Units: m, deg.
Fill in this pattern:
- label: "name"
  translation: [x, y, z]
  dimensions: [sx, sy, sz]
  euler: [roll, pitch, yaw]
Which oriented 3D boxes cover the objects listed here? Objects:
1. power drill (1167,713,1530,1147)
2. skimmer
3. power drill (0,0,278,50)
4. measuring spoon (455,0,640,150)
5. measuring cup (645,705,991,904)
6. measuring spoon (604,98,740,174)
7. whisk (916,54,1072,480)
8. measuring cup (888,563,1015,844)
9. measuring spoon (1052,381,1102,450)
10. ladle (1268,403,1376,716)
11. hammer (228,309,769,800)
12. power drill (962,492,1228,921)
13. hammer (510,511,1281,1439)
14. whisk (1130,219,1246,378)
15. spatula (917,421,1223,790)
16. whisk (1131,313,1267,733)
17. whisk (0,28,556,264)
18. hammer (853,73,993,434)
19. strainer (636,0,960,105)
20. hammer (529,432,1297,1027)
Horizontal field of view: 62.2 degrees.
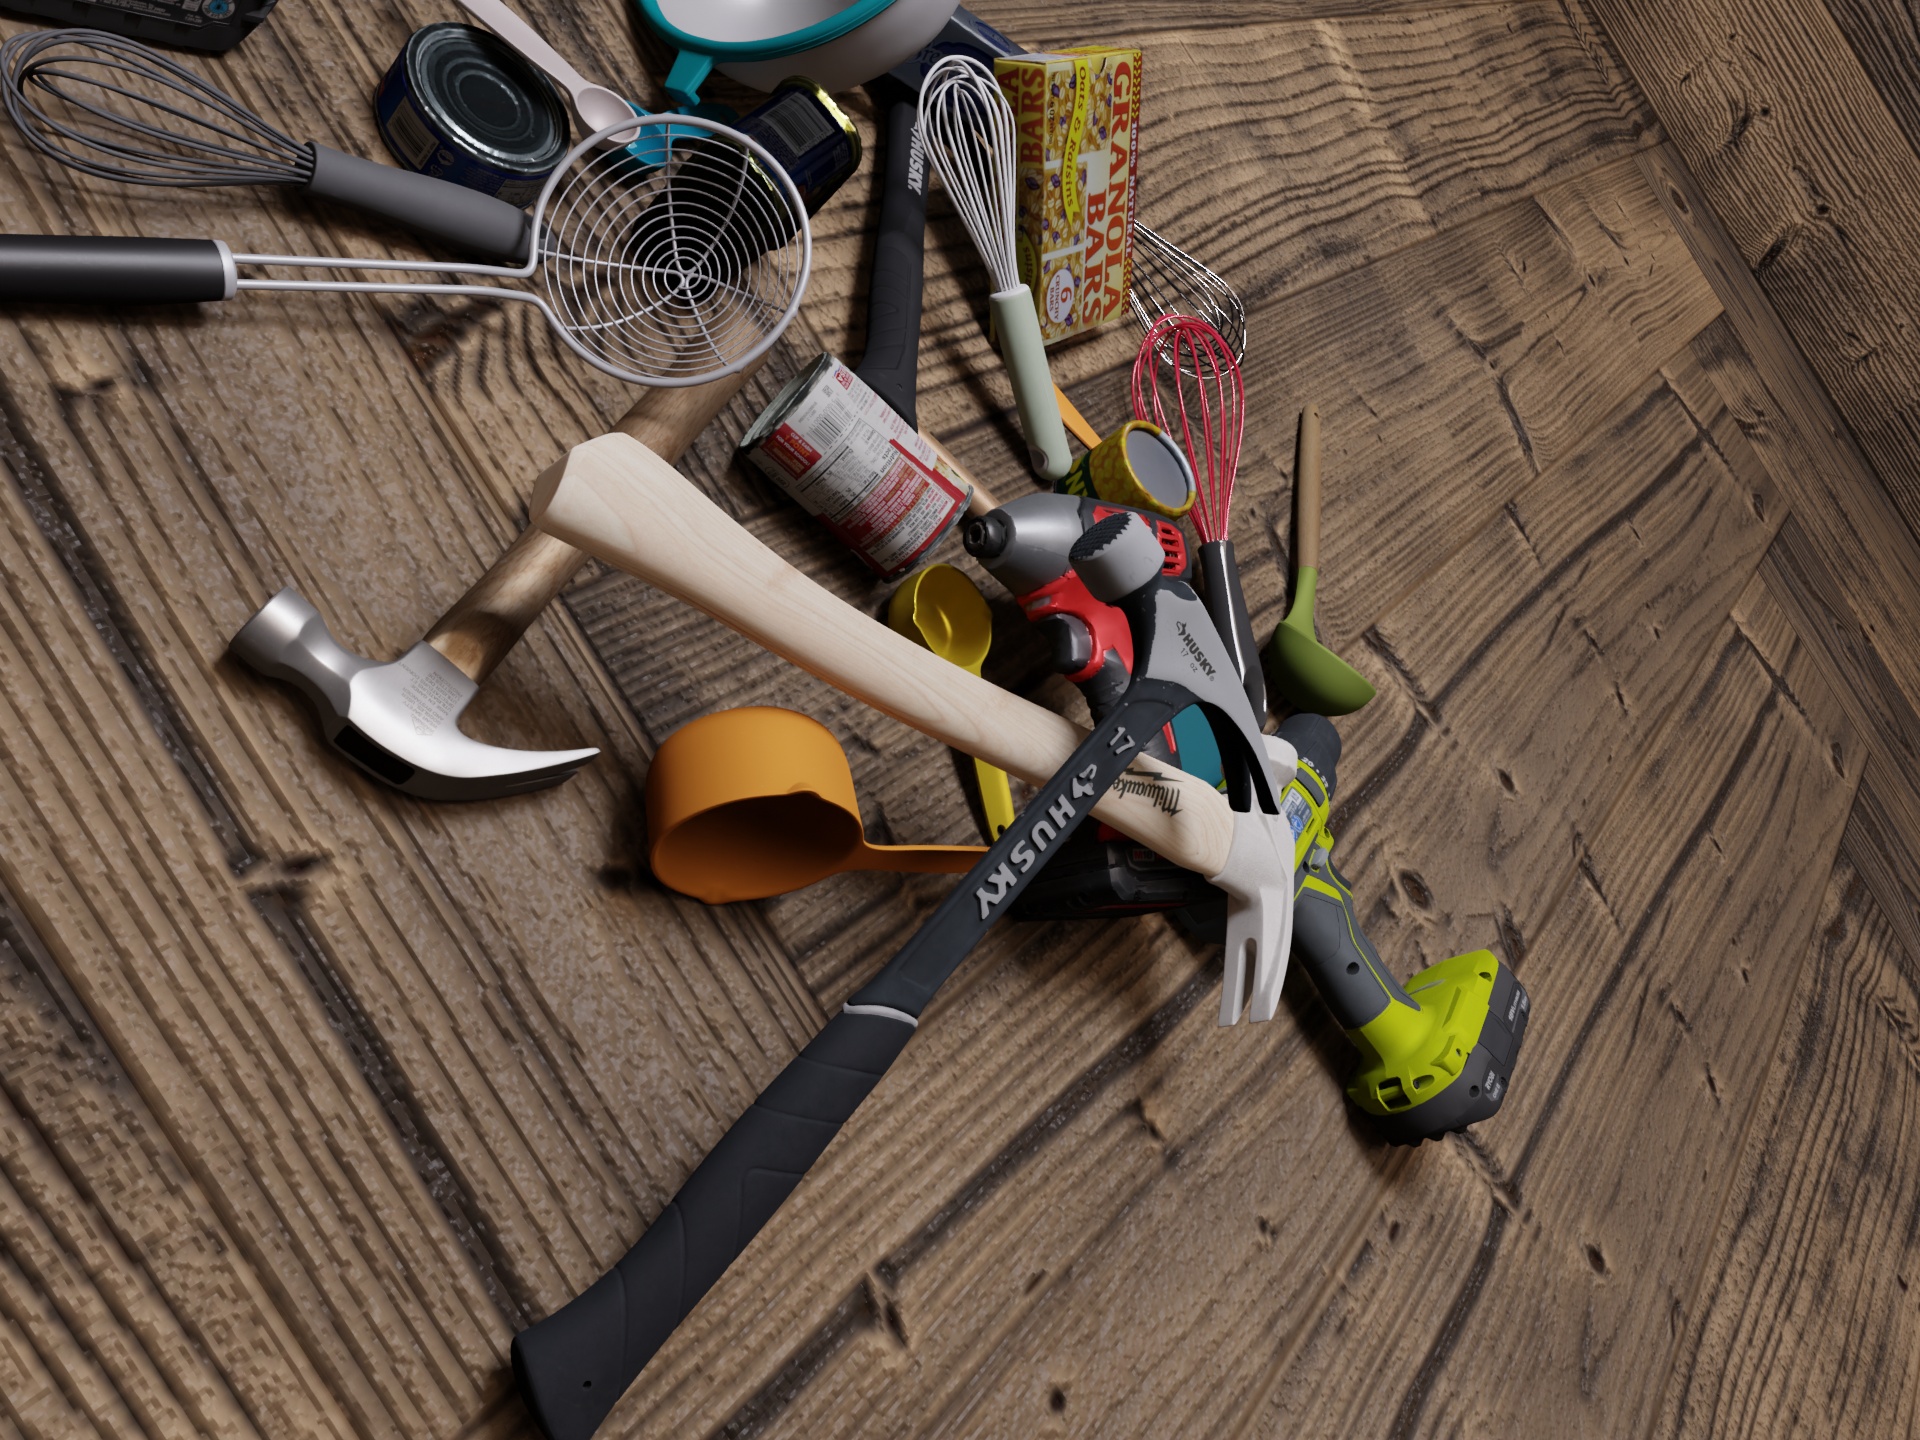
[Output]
- label: "power drill"
  translation: [0.231, 0.115, 0.936]
  dimensions: [0.228, 0.080, 0.190]
  euler: [50, 42, -6]
- label: "skimmer"
  translation: [-0.228, -0.193, 0.643]
  dimensions: [0.363, 0.090, 0.127]
  euler: [-13, 87, -43]
- label: "power drill"
  translation: [-0.376, -0.398, 0.650]
  dimensions: [0.171, 0.080, 0.223]
  euler: [-8, 69, -47]
- label: "measuring spoon"
  translation: [-0.207, -0.316, 0.759]
  dimensions: [0.124, 0.018, 0.034]
  euler: [40, 44, -11]
- label: "measuring cup"
  translation: [-0.053, 0.037, 0.685]
  dimensions: [0.173, 0.095, 0.052]
  euler: [7, 53, -33]
- label: "measuring spoon"
  translation: [-0.157, -0.317, 0.861]
  dimensions: [0.042, 0.021, 0.129]
  euler: [53, 33, -7]
- label: "whisk"
  translation: [0.026, -0.255, 0.918]
  dimensions: [0.059, 0.058, 0.246]
  euler: [-29, 116, -27]
- label: "measuring cup"
  translation: [-0.001, -0.003, 0.824]
  dimensions: [0.062, 0.029, 0.156]
  euler: [-10, 86, -49]
- label: "measuring spoon"
  translation: [0.071, -0.197, 1.011]
  dimensions: [0.117, 0.011, 0.021]
  euler: [45, 43, -15]
- label: "ladle"
  translation: [0.253, -0.127, 1.116]
  dimensions: [0.078, 0.062, 0.320]
  euler: [36, 44, -25]
- label: "hammer"
  translation: [-0.164, -0.090, 0.704]
  dimensions: [0.130, 0.031, 0.331]
  euler: [44, 43, -16]
- label: "power drill"
  translation: [0.068, -0.011, 0.822]
  dimensions: [0.143, 0.078, 0.220]
  euler: [5, 73, -43]
- label: "hammer"
  translation: [-0.016, 0.103, 0.616]
  dimensions: [0.409, 0.036, 0.149]
  euler: [-48, 113, -23]
- label: "whisk"
  translation: [0.097, -0.348, 1.095]
  dimensions: [0.284, 0.070, 0.070]
  euler: [46, 43, -8]
- label: "spatula"
  translation: [0.053, -0.066, 0.910]
  dimensions: [0.317, 0.044, 0.082]
  euler: [46, 44, -8]
- label: "whisk"
  translation: [0.161, -0.130, 1.029]
  dimensions: [0.073, 0.073, 0.296]
  euler: [7, 69, -42]
- label: "whisk"
  translation: [-0.274, -0.231, 0.671]
  dimensions: [0.238, 0.055, 0.055]
  euler: [5, 64, -48]
- label: "hammer"
  translation: [-0.030, -0.285, 0.934]
  dimensions: [0.146, 0.035, 0.335]
  euler: [27, 47, -30]
- label: "strainer"
  translation: [-0.013, -0.447, 0.885]
  dimensions: [0.095, 0.340, 0.211]
  euler: [50, 25, -60]
- label: "hammer"
  translation: [0.003, 0.005, 0.680]
  dimensions: [0.410, 0.038, 0.146]
  euler: [28, 58, -32]
